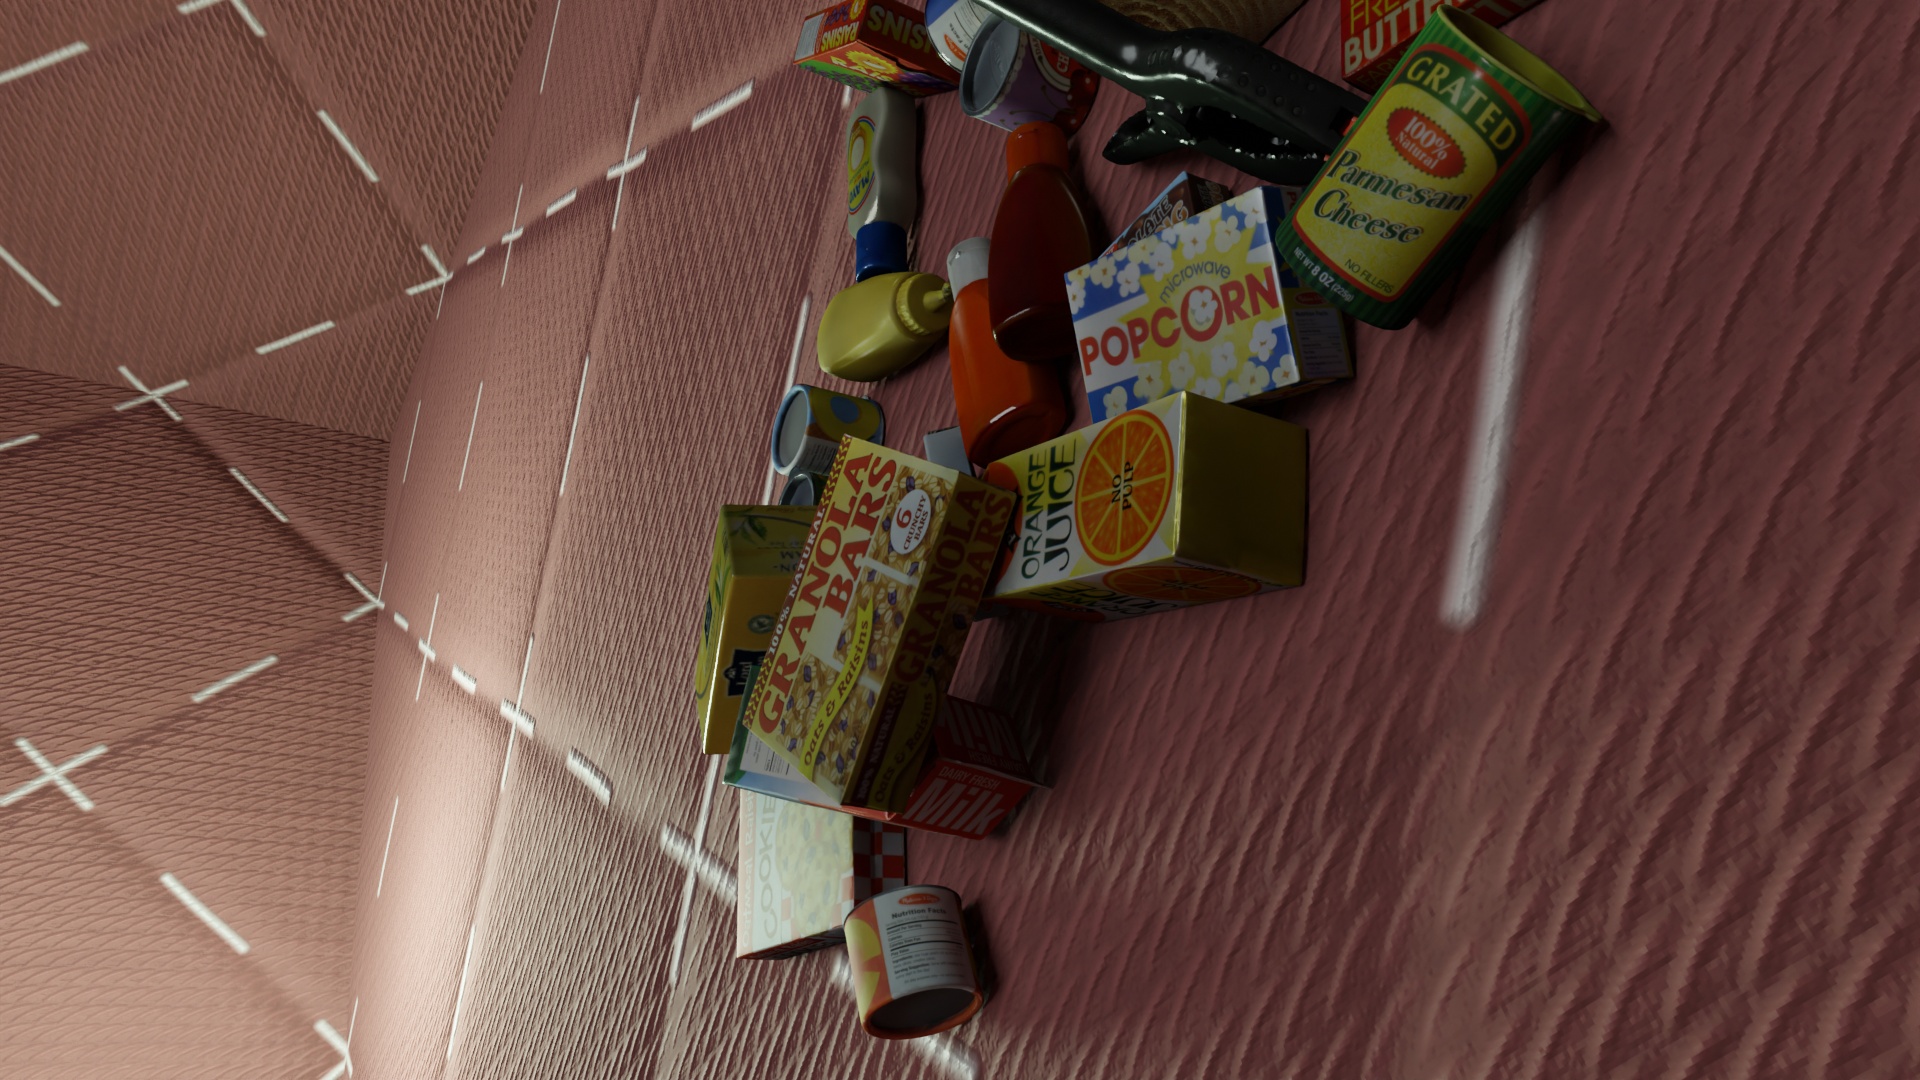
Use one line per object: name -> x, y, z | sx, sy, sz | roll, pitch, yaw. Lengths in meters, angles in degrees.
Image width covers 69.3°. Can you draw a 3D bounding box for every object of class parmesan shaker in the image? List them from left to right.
parmesan shaker -> 0.177, -0.137, 0.526 | 0.102, 0.071, 0.071 | -56, 36, 34

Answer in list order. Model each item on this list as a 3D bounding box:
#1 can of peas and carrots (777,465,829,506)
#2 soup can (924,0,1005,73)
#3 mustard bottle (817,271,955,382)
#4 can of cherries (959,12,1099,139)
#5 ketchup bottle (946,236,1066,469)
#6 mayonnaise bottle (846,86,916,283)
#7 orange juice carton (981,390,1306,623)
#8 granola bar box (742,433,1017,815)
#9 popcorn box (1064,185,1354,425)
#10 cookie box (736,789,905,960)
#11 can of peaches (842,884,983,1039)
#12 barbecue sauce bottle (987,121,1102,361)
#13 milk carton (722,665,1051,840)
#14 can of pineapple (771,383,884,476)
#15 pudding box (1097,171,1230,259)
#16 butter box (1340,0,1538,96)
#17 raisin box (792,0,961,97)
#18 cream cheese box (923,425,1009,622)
can of peas and carrots -> -0.088, -0.012, 0.946 | 0.070, 0.059, 0.071 | -31, 53, 53
soup can -> 0.028, -0.338, 0.861 | 0.083, 0.071, 0.071 | -17, 65, 57
mustard bottle -> -0.044, -0.147, 0.929 | 0.160, 0.049, 0.065 | -8, 74, 59
can of cherries -> 0.042, -0.275, 0.819 | 0.071, 0.058, 0.072 | -32, 52, 52
ketchup bottle -> 0.020, -0.115, 0.811 | 0.064, 0.043, 0.149 | -41, 45, 36
mayonnaise bottle -> -0.057, -0.250, 0.998 | 0.064, 0.041, 0.148 | -35, 50, 51
orange juice carton -> 0.069, -0.007, 0.657 | 0.192, 0.072, 0.073 | -17, 65, 57
granola bar box -> -0.044, 0.038, 0.701 | 0.124, 0.039, 0.165 | 21, 92, 56
popcorn box -> 0.107, -0.098, 0.624 | 0.126, 0.038, 0.085 | -14, 84, 51
cookie box -> -0.092, 0.197, 0.895 | 0.166, 0.040, 0.123 | -34, 51, 50
can of peaches -> -0.026, 0.227, 0.742 | 0.071, 0.071, 0.058 | -54, 38, 36
barbecue sauce bottle -> 0.046, -0.172, 0.778 | 0.065, 0.043, 0.149 | -13, 56, 18
milk carton -> -0.042, 0.117, 0.764 | 0.190, 0.072, 0.073 | 0, 73, 47
can of pineapple -> -0.095, -0.075, 0.982 | 0.070, 0.058, 0.071 | -30, 54, 53
pudding box -> 0.101, -0.137, 0.693 | 0.083, 0.030, 0.050 | -40, 46, 47
butter box -> 0.199, -0.228, 0.561 | 0.103, 0.024, 0.053 | -22, 60, 55
raisin box -> -0.056, -0.349, 0.989 | 0.123, 0.086, 0.040 | 21, 96, 60
cream cheese box -> 0.003, -0.010, 0.795 | 0.053, 0.024, 0.104 | 71, -175, -54
